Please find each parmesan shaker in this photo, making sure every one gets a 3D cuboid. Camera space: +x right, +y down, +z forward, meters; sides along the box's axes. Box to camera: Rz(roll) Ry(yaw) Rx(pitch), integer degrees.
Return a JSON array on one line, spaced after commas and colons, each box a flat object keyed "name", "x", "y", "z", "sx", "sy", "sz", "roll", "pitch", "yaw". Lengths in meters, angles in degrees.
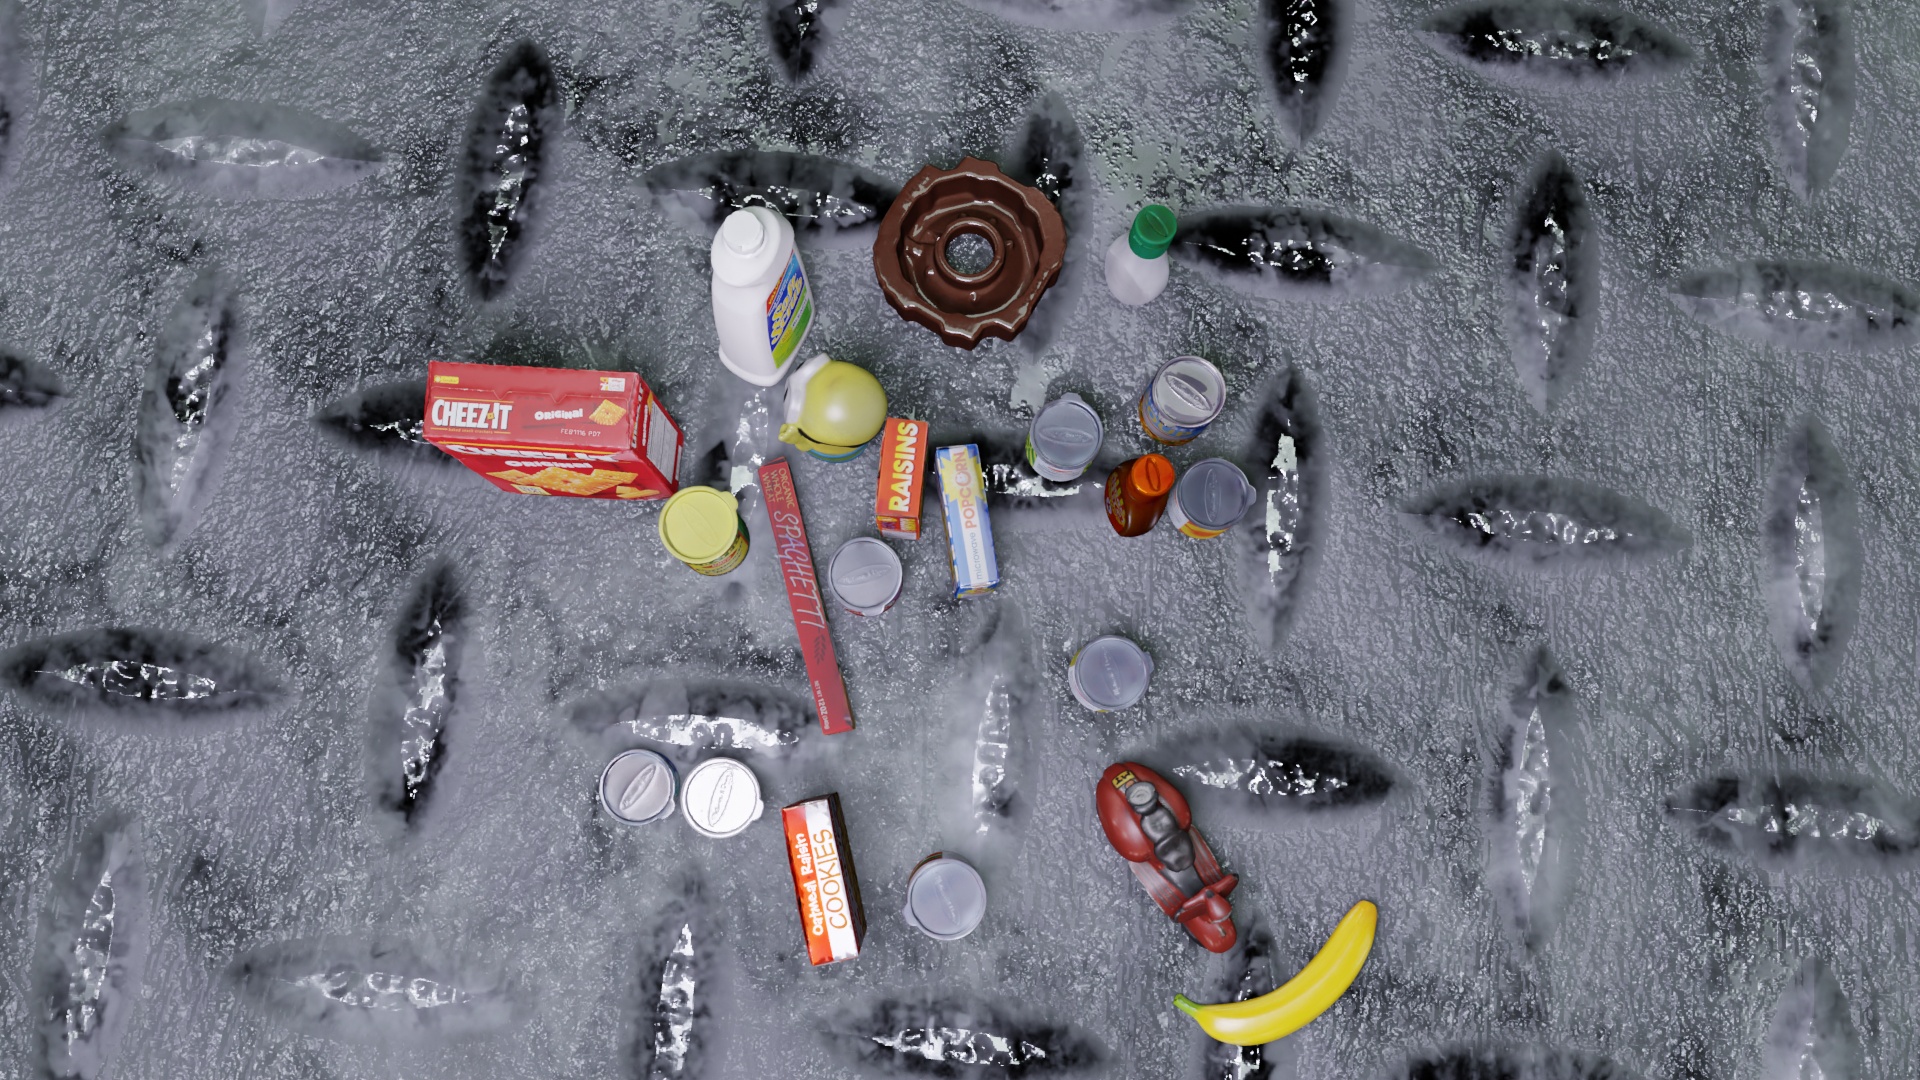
[{"name": "parmesan shaker", "x": -0.220, "y": -0.008, "z": 1.219, "sx": 0.071, "sy": 0.103, "sz": 0.071, "roll": 0, "pitch": 81, "yaw": -2}]

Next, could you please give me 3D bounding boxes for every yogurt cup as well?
[{"name": "yogurt cup", "x": -0.205, "y": 0.223, "z": 1.207, "sx": 0.072, "sy": 0.054, "sz": 0.072, "roll": 0, "pitch": 81, "yaw": -2}]

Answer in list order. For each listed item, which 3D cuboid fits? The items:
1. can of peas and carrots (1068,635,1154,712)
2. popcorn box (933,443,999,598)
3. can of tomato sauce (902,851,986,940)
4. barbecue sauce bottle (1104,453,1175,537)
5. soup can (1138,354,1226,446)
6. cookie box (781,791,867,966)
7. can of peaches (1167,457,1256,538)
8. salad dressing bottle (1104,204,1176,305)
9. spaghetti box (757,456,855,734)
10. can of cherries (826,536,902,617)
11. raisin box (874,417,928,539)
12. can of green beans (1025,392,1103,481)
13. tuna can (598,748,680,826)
[{"name": "can of peas and carrots", "x": 0.133, "y": 0.118, "z": 1.233, "sx": 0.071, "sy": 0.058, "sz": 0.071, "roll": 0, "pitch": 81, "yaw": -2}, {"name": "popcorn box", "x": 0.004, "y": -0.016, "z": 1.236, "sx": 0.038, "sy": 0.085, "sz": 0.127, "roll": -9, "pitch": 82, "yaw": -3}, {"name": "can of tomato sauce", "x": -0.014, "y": 0.303, "z": 1.186, "sx": 0.071, "sy": 0.083, "sz": 0.071, "roll": 0, "pitch": 81, "yaw": -2}, {"name": "barbecue sauce bottle", "x": 0.157, "y": -0.044, "z": 1.214, "sx": 0.044, "sy": 0.148, "sz": 0.065, "roll": -10, "pitch": 82, "yaw": -3}, {"name": "soup can", "x": 0.198, "y": -0.124, "z": 1.261, "sx": 0.071, "sy": 0.083, "sz": 0.071, "roll": 0, "pitch": 81, "yaw": -2}, {"name": "cookie box", "x": -0.111, "y": 0.274, "z": 1.145, "sx": 0.040, "sy": 0.167, "sz": 0.123, "roll": -12, "pitch": 82, "yaw": -3}, {"name": "can of peaches", "x": 0.227, "y": -0.037, "z": 1.261, "sx": 0.071, "sy": 0.058, "sz": 0.071, "roll": 0, "pitch": 81, "yaw": -2}, {"name": "salad dressing bottle", "x": 0.164, "y": -0.257, "z": 1.249, "sx": 0.044, "sy": 0.147, "sz": 0.064, "roll": -37, "pitch": 84, "yaw": -6}, {"name": "spaghetti box", "x": -0.137, "y": 0.050, "z": 1.239, "sx": 0.029, "sy": 0.050, "sz": 0.250, "roll": -15, "pitch": 82, "yaw": -4}, {"name": "can of cherries", "x": -0.084, "y": 0.036, "z": 1.239, "sx": 0.071, "sy": 0.058, "sz": 0.071, "roll": 0, "pitch": 81, "yaw": -2}, {"name": "raisin box", "x": -0.051, "y": -0.052, "z": 1.221, "sx": 0.040, "sy": 0.123, "sz": 0.086, "roll": 7, "pitch": 81, "yaw": -1}, {"name": "can of green beans", "x": 0.094, "y": -0.091, "z": 1.265, "sx": 0.071, "sy": 0.057, "sz": 0.071, "roll": 0, "pitch": 81, "yaw": -2}, {"name": "tuna can", "x": -0.278, "y": 0.217, "z": 1.216, "sx": 0.071, "sy": 0.033, "sz": 0.071, "roll": 0, "pitch": 81, "yaw": -2}]
